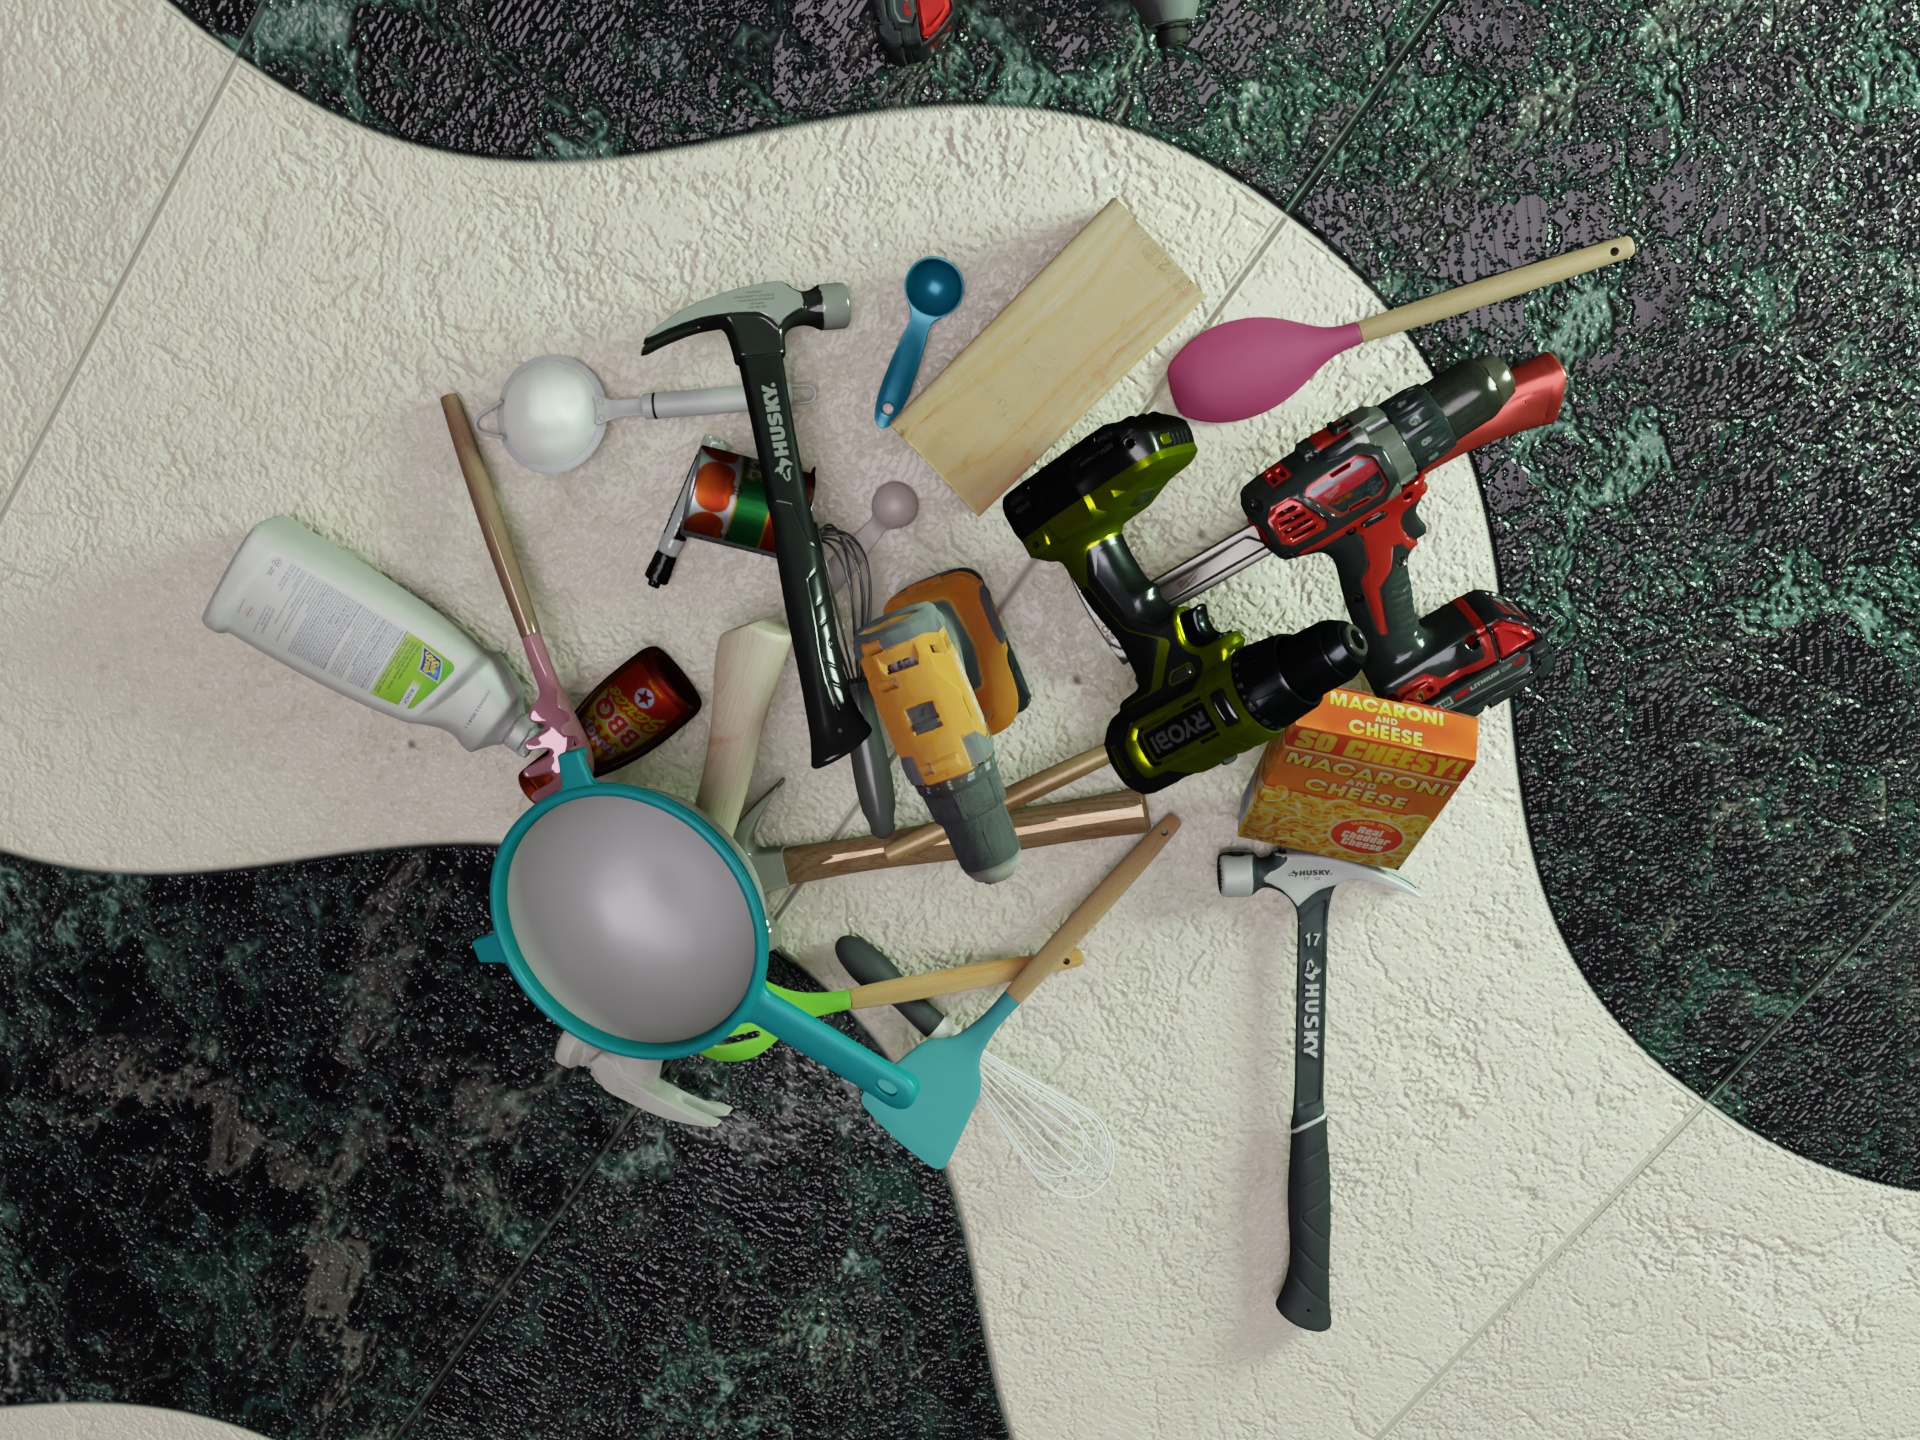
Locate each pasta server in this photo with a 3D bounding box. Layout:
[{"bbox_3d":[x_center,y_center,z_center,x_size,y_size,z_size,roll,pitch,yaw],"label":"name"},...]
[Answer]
[{"bbox_3d":[-0.329,-0.086,1.163,0.060,0.040,0.316,-17,92,46],"label":"pasta server"}]

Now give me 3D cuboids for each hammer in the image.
[{"bbox_3d":[-0.192,0.119,1.204,0.146,0.038,0.410,23,110,9],"label":"hammer"},{"bbox_3d":[-0.119,-0.133,1.081,0.146,0.035,0.335,-10,85,-17],"label":"hammer"},{"bbox_3d":[0.249,-0.160,1.118,0.359,0.037,0.149,-30,100,12],"label":"hammer"},{"bbox_3d":[0.276,0.293,1.237,0.149,0.036,0.408,-2,105,5],"label":"hammer"},{"bbox_3d":[-0.022,0.091,1.211,0.331,0.031,0.130,-10,104,7],"label":"hammer"}]

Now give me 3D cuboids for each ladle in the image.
[{"bbox_3d":[0.094,0.042,1.155,0.320,0.078,0.062,-25,70,6],"label":"ladle"}]

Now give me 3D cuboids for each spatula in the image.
[{"bbox_3d":[0.058,0.192,1.196,0.082,0.044,0.317,42,92,2],"label":"spatula"}]

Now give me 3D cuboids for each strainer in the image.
[{"bbox_3d":[-0.231,-0.227,1.143,0.258,0.050,0.087,-4,90,3],"label":"strainer"},{"bbox_3d":[-0.168,0.163,1.143,0.340,0.095,0.211,31,113,2],"label":"strainer"}]

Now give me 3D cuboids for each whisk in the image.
[{"bbox_3d":[-0.078,-0.027,1.157,0.055,0.055,0.239,-9,102,7],"label":"whisk"},{"bbox_3d":[0.010,0.266,1.246,0.284,0.070,0.070,43,104,-1],"label":"whisk"}]

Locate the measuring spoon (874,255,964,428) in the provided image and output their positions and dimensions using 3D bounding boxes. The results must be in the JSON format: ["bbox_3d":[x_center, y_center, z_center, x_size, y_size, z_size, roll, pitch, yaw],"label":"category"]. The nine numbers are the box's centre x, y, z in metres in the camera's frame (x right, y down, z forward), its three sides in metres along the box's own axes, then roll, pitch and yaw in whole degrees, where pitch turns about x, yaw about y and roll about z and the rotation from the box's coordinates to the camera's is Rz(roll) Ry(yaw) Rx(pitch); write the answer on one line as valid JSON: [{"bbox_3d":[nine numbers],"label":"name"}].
[{"bbox_3d":[-0.033,-0.268,1.128,0.042,0.021,0.128,23,115,-2],"label":"measuring spoon"}]

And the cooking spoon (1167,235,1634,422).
[{"bbox_3d":[0.299,-0.275,1.091,0.319,0.017,0.068,-16,104,10],"label":"cooking spoon"}]

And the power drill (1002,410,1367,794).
[{"bbox_3d":[0.144,-0.083,1.046,0.190,0.080,0.228,-31,84,39],"label":"power drill"}]

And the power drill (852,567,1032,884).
[{"bbox_3d":[-0.002,-0.003,1.082,0.084,0.226,0.185,-21,102,10],"label":"power drill"}]

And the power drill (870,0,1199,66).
[{"bbox_3d":[0.049,-0.496,1.028,0.219,0.078,0.143,-9,104,4],"label":"power drill"}]

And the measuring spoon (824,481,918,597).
[{"bbox_3d":[-0.078,-0.123,1.165,0.034,0.018,0.124,41,105,-6],"label":"measuring spoon"}]

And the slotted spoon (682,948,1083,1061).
[{"bbox_3d":[-0.059,0.206,1.210,0.313,0.031,0.070,-9,95,-9],"label":"slotted spoon"}]

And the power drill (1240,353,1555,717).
[{"bbox_3d":[0.317,-0.118,1.072,0.188,0.080,0.226,-32,114,11],"label":"power drill"}]
